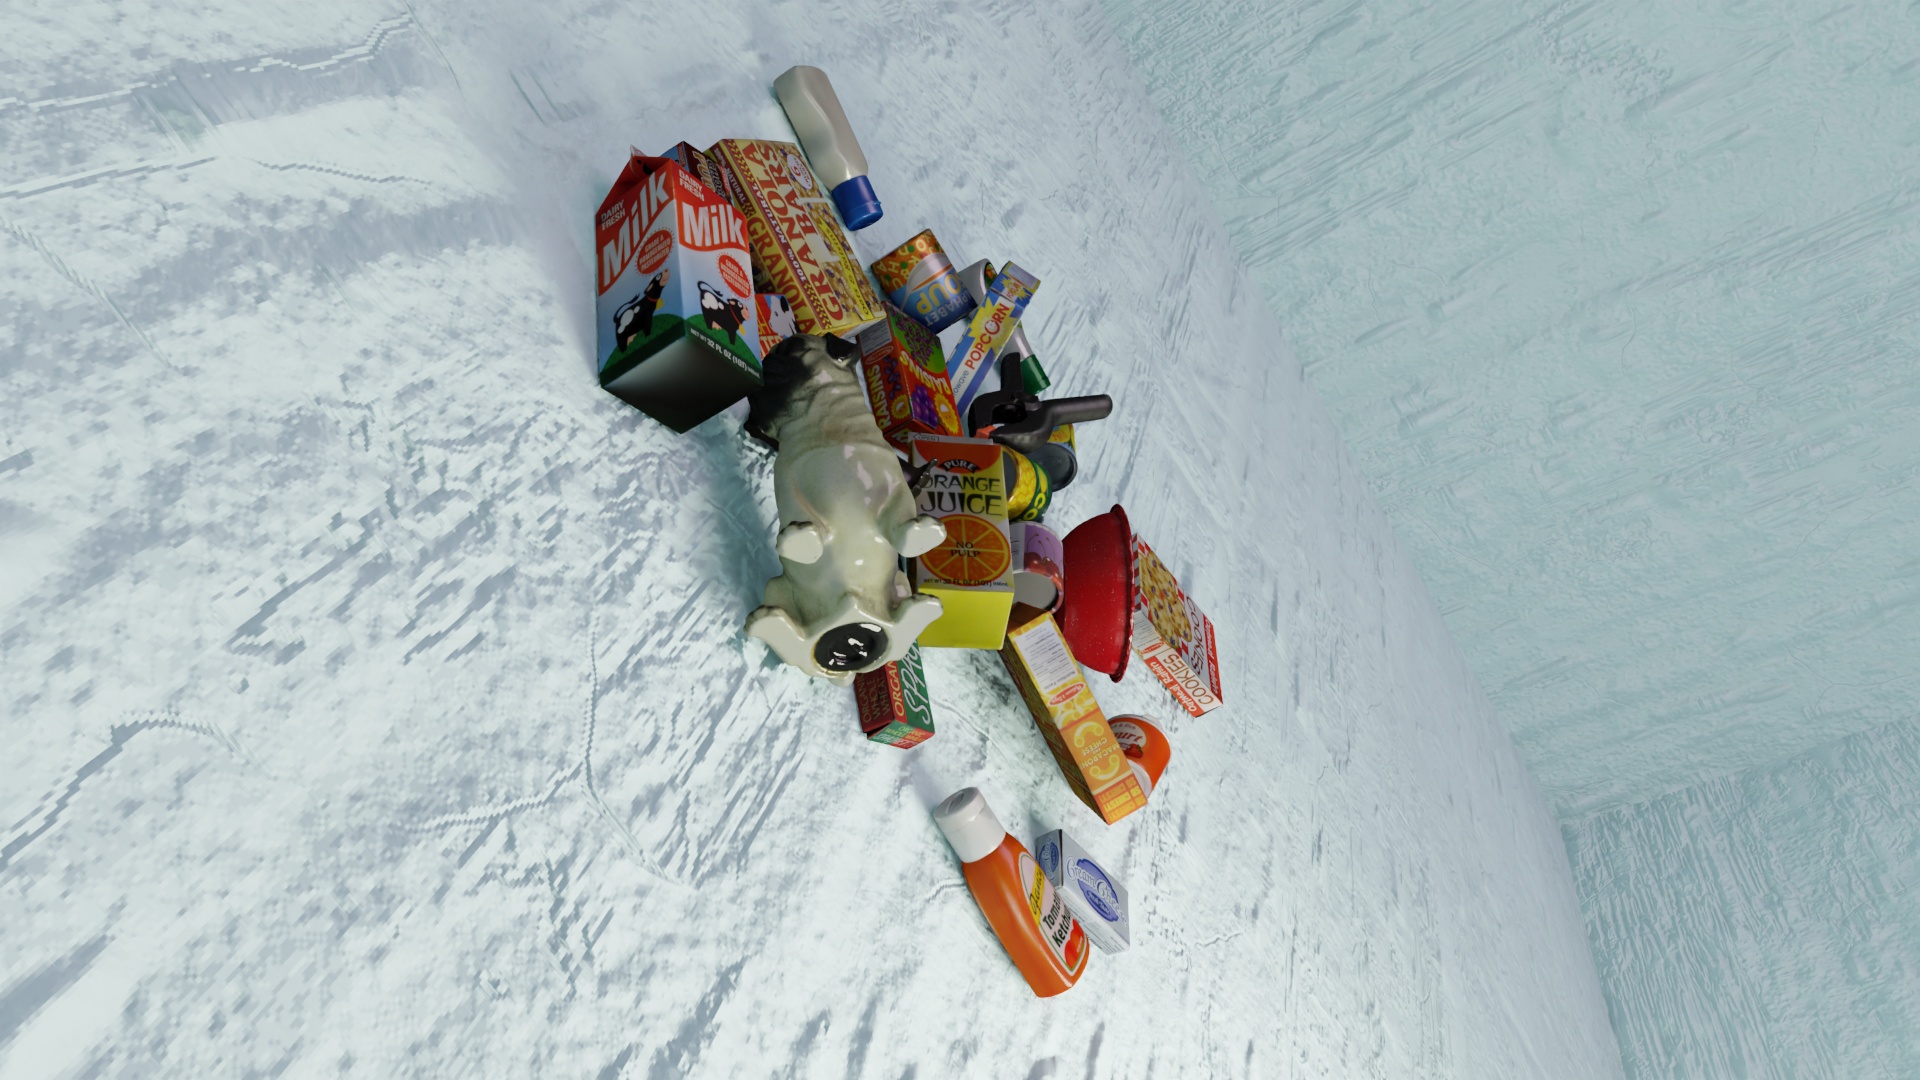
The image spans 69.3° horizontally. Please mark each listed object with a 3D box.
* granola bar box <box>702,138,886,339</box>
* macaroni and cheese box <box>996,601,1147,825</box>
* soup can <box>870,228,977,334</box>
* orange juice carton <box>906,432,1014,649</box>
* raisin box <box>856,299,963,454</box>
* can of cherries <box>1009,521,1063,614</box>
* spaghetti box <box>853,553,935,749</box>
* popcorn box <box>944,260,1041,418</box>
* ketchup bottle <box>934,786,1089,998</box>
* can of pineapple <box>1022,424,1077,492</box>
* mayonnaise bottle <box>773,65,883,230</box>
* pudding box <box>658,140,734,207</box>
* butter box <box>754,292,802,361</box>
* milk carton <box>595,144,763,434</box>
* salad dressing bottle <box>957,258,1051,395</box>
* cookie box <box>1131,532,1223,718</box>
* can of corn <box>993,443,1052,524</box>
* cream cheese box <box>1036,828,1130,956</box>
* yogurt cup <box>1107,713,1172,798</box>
[{"bbox_3d":[-0.134,-0.237,1.106,0.165,0.039,0.124,62,24,-3],"label":"granola bar box"},{"bbox_3d":[0.081,0.132,1.097,0.166,0.040,0.123,62,-7,-5],"label":"macaroni and cheese box"},{"bbox_3d":[-0.032,-0.232,1.265,0.083,0.071,0.072,57,25,-13],"label":"soup can"},{"bbox_3d":[-0.004,-0.013,1.068,0.072,0.072,0.194,100,-10,-48],"label":"orange juice carton"},{"bbox_3d":[-0.042,-0.132,1.184,0.086,0.040,0.124,29,42,-53],"label":"raisin box"},{"bbox_3d":[0.058,0.028,1.187,0.071,0.071,0.059,47,29,-33],"label":"can of cherries"},{"bbox_3d":[-0.064,0.027,0.994,0.050,0.028,0.251,29,41,-51],"label":"spaghetti box"},{"bbox_3d":[0.021,-0.181,1.254,0.038,0.126,0.085,31,30,-2],"label":"popcorn box"},{"bbox_3d":[0.034,0.240,0.960,0.148,0.043,0.065,58,25,-11],"label":"ketchup bottle"},{"bbox_3d":[0.080,-0.089,1.348,0.071,0.071,0.058,46,29,-35],"label":"can of pineapple"},{"bbox_3d":[-0.116,-0.354,1.258,0.148,0.041,0.065,66,26,2],"label":"mayonnaise bottle"},{"bbox_3d":[-0.189,-0.242,1.011,0.049,0.030,0.084,25,45,-56],"label":"pudding box"},{"bbox_3d":[-0.150,-0.151,1.005,0.053,0.024,0.104,64,24,1],"label":"butter box"},{"bbox_3d":[-0.185,-0.173,0.898,0.072,0.073,0.191,33,38,-48],"label":"milk carton"},{"bbox_3d":[0.043,-0.216,1.432,0.147,0.044,0.064,61,25,-6],"label":"salad dressing bottle"},{"bbox_3d":[0.218,0.091,1.481,0.167,0.040,0.123,47,29,-30],"label":"cookie box"},{"bbox_3d":[0.040,-0.045,1.227,0.058,0.071,0.071,23,46,-55],"label":"can of corn"},{"bbox_3d":[0.096,0.273,1.073,0.103,0.024,0.054,47,28,-32],"label":"cream cheese box"},{"bbox_3d":[0.146,0.193,1.206,0.072,0.072,0.054,56,33,-16],"label":"yogurt cup"}]
